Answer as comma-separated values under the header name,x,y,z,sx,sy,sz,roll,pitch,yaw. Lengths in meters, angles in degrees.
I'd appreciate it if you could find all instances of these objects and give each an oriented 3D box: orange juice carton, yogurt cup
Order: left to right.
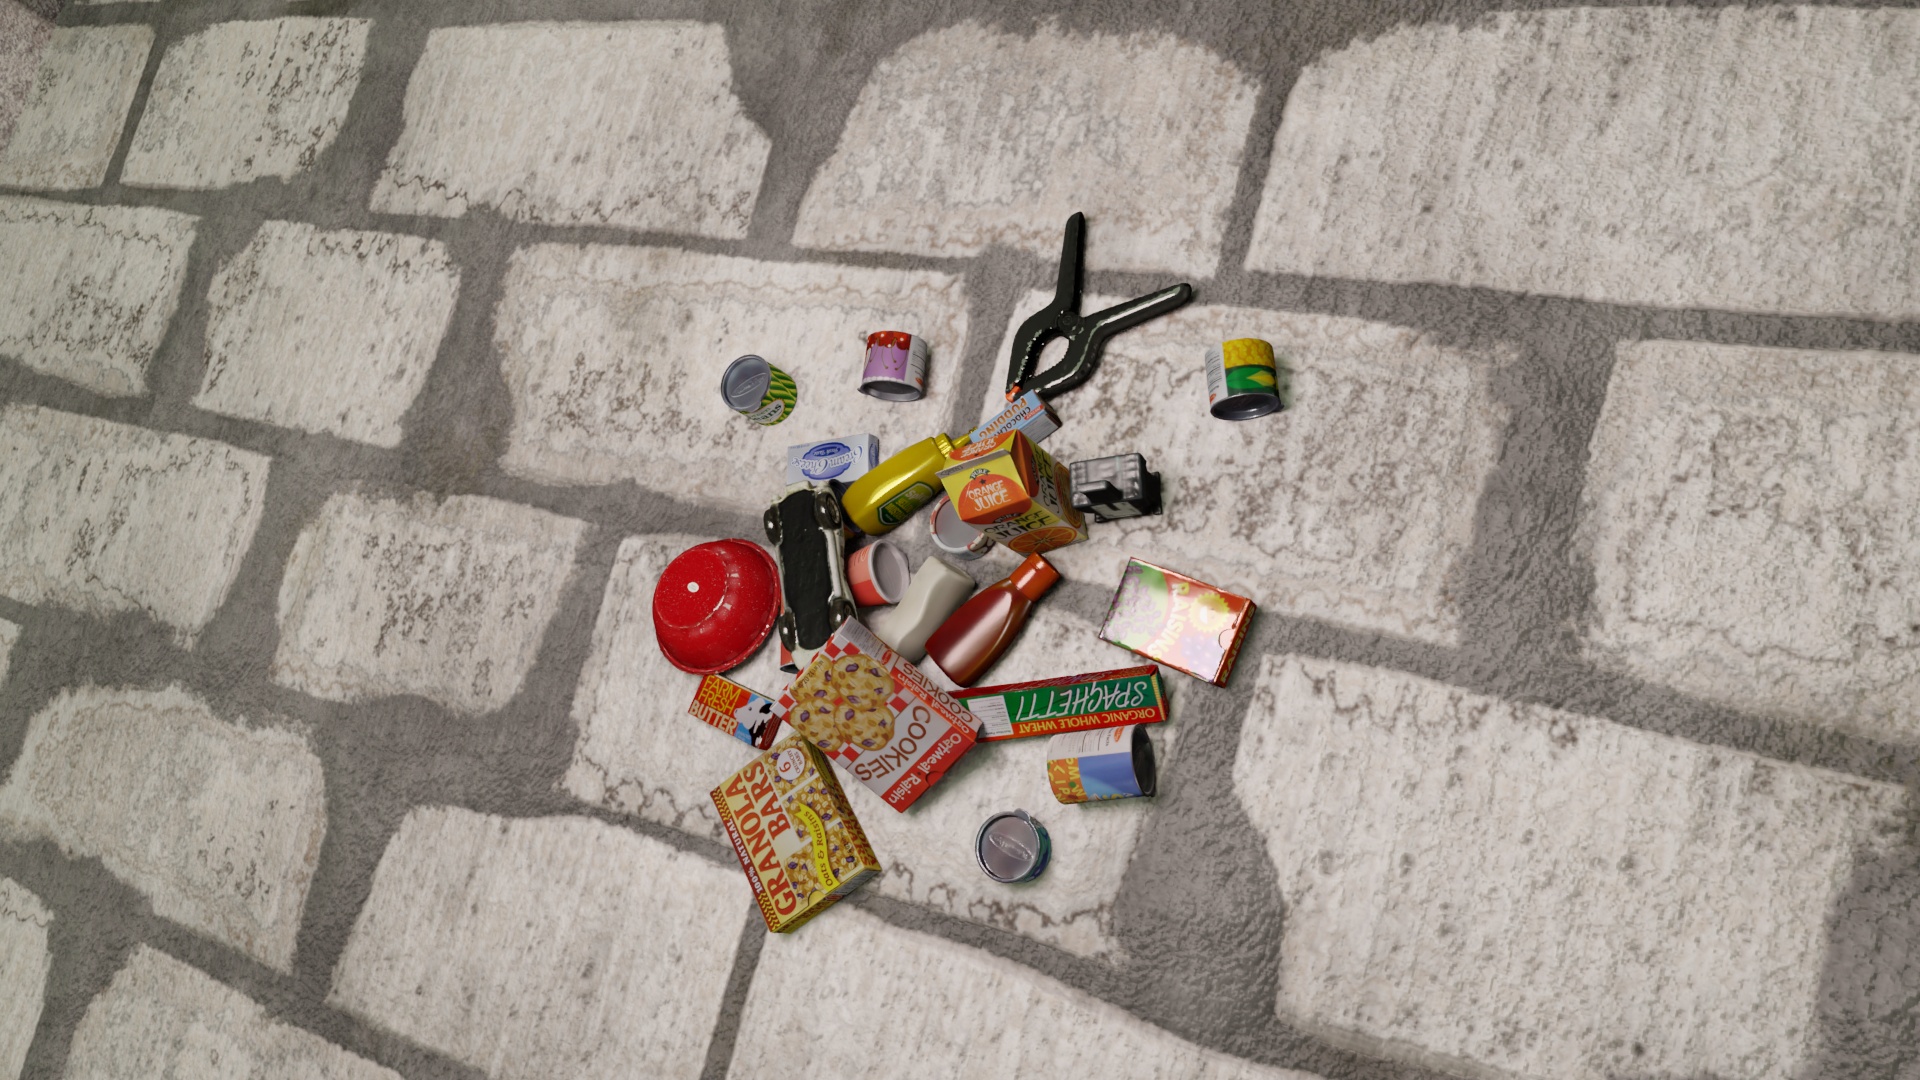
name,x,y,z,sx,sy,sz,roll,pitch,yaw
yogurt cup,-0.093,0.038,1.436,0.054,0.072,0.072,-18,69,29
orange juice carton,0.049,-0.047,1.317,0.071,0.192,0.073,-18,68,22

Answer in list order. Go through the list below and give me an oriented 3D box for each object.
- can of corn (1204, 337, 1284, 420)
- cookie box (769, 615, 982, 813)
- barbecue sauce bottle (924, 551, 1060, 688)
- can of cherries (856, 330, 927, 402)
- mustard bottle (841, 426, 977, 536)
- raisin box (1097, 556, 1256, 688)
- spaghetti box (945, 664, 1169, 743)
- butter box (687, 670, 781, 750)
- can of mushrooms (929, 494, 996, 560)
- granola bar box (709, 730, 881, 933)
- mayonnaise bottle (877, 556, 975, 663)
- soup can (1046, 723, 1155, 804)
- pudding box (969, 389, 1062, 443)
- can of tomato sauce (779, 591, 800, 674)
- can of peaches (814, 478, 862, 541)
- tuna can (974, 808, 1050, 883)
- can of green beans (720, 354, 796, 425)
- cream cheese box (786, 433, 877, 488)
name,x,y,z,sx,sy,sz,roll,pitch,yaw
can of corn,0.269,-0.152,1.316,0.071,0.071,0.058,-11,71,23
cookie box,-0.081,0.170,1.338,0.167,0.040,0.122,40,118,-5
barbecue sauce bottle,0.035,0.075,1.375,0.148,0.043,0.065,-46,63,7
can of cherries,-0.073,-0.186,1.486,0.071,0.071,0.058,0,76,26
mustard bottle,-0.046,-0.069,1.444,0.160,0.065,0.049,-36,59,8
raisin box,0.202,0.076,1.297,0.123,0.040,0.086,21,85,28
spaghetti box,0.075,0.160,1.328,0.250,0.029,0.050,-10,102,23
butter box,-0.239,0.181,1.486,0.103,0.024,0.053,20,84,28
can of mushrooms,0.005,-0.018,1.421,0.071,0.033,0.071,-7,73,25
granola bar box,-0.170,0.295,1.412,0.124,0.039,0.166,-37,63,12
mayonnaise bottle,-0.049,0.087,1.402,0.041,0.064,0.148,41,99,36
soup can,0.130,0.209,1.279,0.083,0.071,0.071,-11,71,23
pudding box,0.056,-0.112,1.414,0.083,0.049,0.030,-36,62,13
can of tomato sauce,-0.154,0.093,1.445,0.071,0.071,0.083,-9,72,23
can of peaches,-0.146,-0.025,1.474,0.058,0.071,0.071,-28,66,18
tuna can,0.051,0.288,1.312,0.071,0.033,0.071,-7,73,24
can of green beans,-0.226,-0.168,1.559,0.071,0.058,0.071,-7,73,24
cream cheese box,-0.139,-0.082,1.513,0.103,0.024,0.053,-8,74,24
